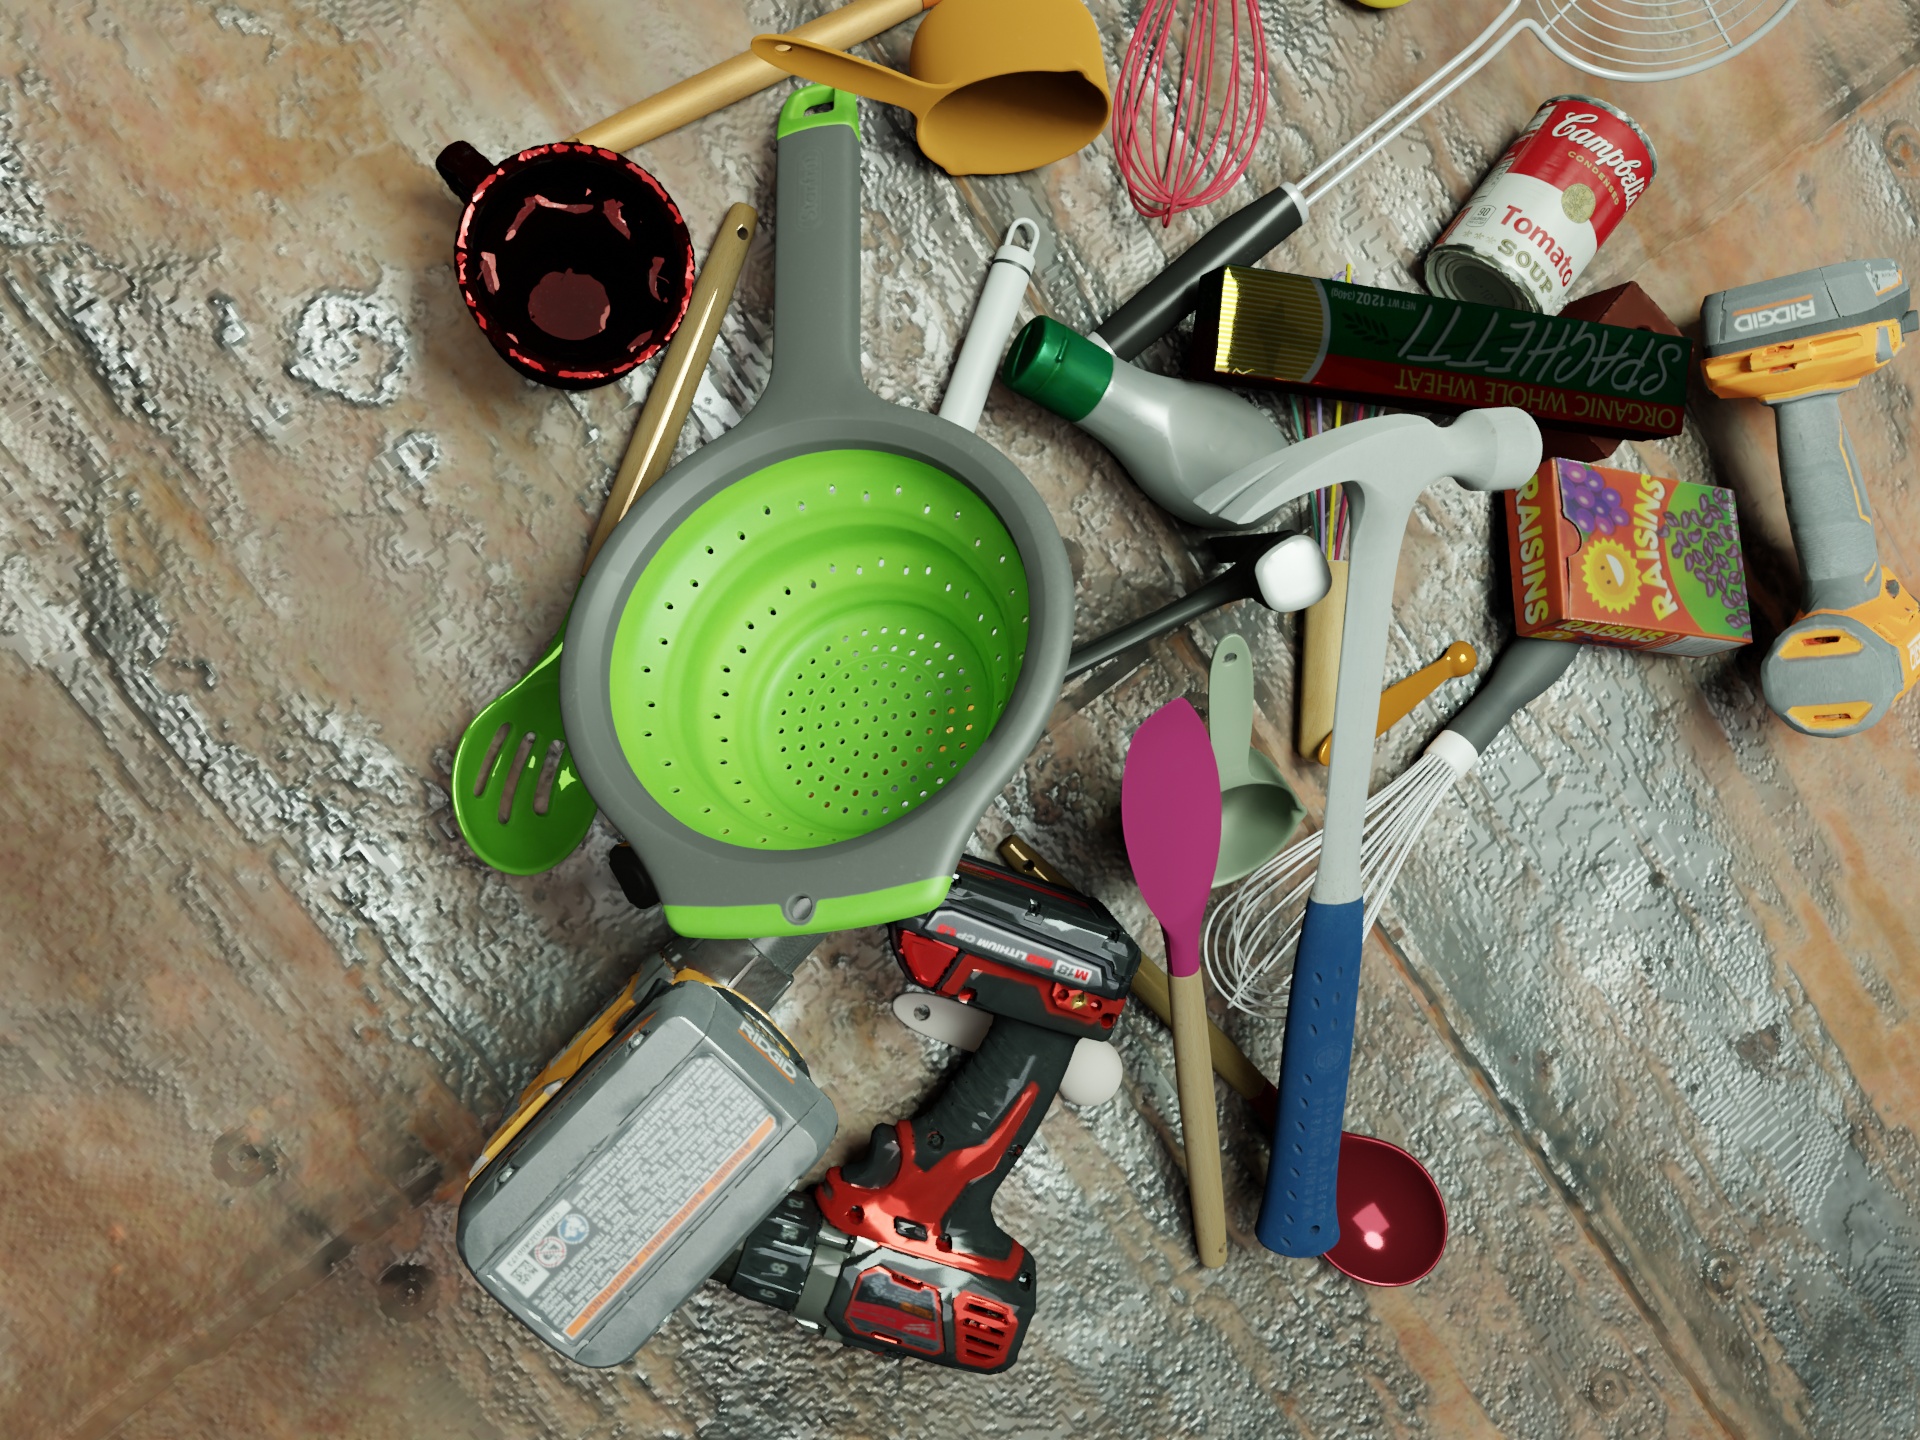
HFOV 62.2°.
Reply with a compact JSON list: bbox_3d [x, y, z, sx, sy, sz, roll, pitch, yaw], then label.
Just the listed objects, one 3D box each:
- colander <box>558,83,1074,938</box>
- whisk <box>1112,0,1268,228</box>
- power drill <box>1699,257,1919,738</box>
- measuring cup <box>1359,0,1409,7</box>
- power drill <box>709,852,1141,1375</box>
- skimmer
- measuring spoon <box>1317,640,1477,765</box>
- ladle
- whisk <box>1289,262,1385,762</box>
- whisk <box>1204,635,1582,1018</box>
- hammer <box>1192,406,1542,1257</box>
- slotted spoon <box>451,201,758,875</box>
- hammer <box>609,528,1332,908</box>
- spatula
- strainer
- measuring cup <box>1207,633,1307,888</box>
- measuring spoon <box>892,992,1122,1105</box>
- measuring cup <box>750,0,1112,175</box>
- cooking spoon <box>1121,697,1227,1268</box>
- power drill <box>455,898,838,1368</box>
[{"bbox_3d":[-0.050,-0.092,0.671,0.204,0.094,0.397,-7,66,13],"label":"colander"},{"bbox_3d":[0.120,-0.374,0.746,0.073,0.073,0.296,10,85,-16],"label":"whisk"},{"bbox_3d":[0.456,-0.118,0.827,0.164,0.084,0.226,-19,100,-47],"label":"power drill"},{"bbox_3d":[0.209,-0.428,0.789,0.062,0.029,0.156,3,80,-16],"label":"measuring cup"},{"bbox_3d":[-0.032,0.173,0.723,0.188,0.080,0.226,19,94,-7],"label":"power drill"},{"bbox_3d":[0.214,-0.267,0.724,0.363,0.090,0.127,-38,129,3],"label":"skimmer"},{"bbox_3d":[0.223,-0.008,0.804,0.117,0.011,0.021,-32,117,-24],"label":"measuring spoon"},{"bbox_3d":[0.130,0.168,0.795,0.069,0.031,0.315,-45,101,-1],"label":"ladle"},{"bbox_3d":[0.182,-0.101,0.786,0.051,0.047,0.245,0,96,-17],"label":"whisk"},{"bbox_3d":[0.227,0.040,0.801,0.284,0.070,0.070,-45,103,-13],"label":"whisk"},{"bbox_3d":[0.162,0.068,0.704,0.144,0.035,0.405,-8,114,-20],"label":"hammer"},{"bbox_3d":[-0.149,-0.084,0.703,0.070,0.031,0.314,24,84,-38],"label":"slotted spoon"},{"bbox_3d":[-0.001,-0.002,0.724,0.337,0.127,0.034,-26,98,-3],"label":"hammer"},{"bbox_3d":[-0.042,-0.322,0.712,0.322,0.041,0.081,-30,77,-10],"label":"spatula"},{"bbox_3d":[-0.008,-0.115,0.734,0.087,0.050,0.258,20,82,-3],"label":"strainer"},{"bbox_3d":[0.116,0.013,0.732,0.083,0.038,0.167,-17,136,-9],"label":"measuring cup"},{"bbox_3d":[0.025,0.158,0.769,0.124,0.018,0.034,22,87,-15],"label":"measuring spoon"},{"bbox_3d":[-0.014,-0.288,0.682,0.173,0.095,0.052,1,78,-35],"label":"measuring cup"},{"bbox_3d":[0.105,0.135,0.734,0.069,0.017,0.318,-34,125,-38],"label":"cooking spoon"},{"bbox_3d":[-0.105,0.131,0.623,0.084,0.226,0.185,45,83,-8],"label":"power drill"}]
